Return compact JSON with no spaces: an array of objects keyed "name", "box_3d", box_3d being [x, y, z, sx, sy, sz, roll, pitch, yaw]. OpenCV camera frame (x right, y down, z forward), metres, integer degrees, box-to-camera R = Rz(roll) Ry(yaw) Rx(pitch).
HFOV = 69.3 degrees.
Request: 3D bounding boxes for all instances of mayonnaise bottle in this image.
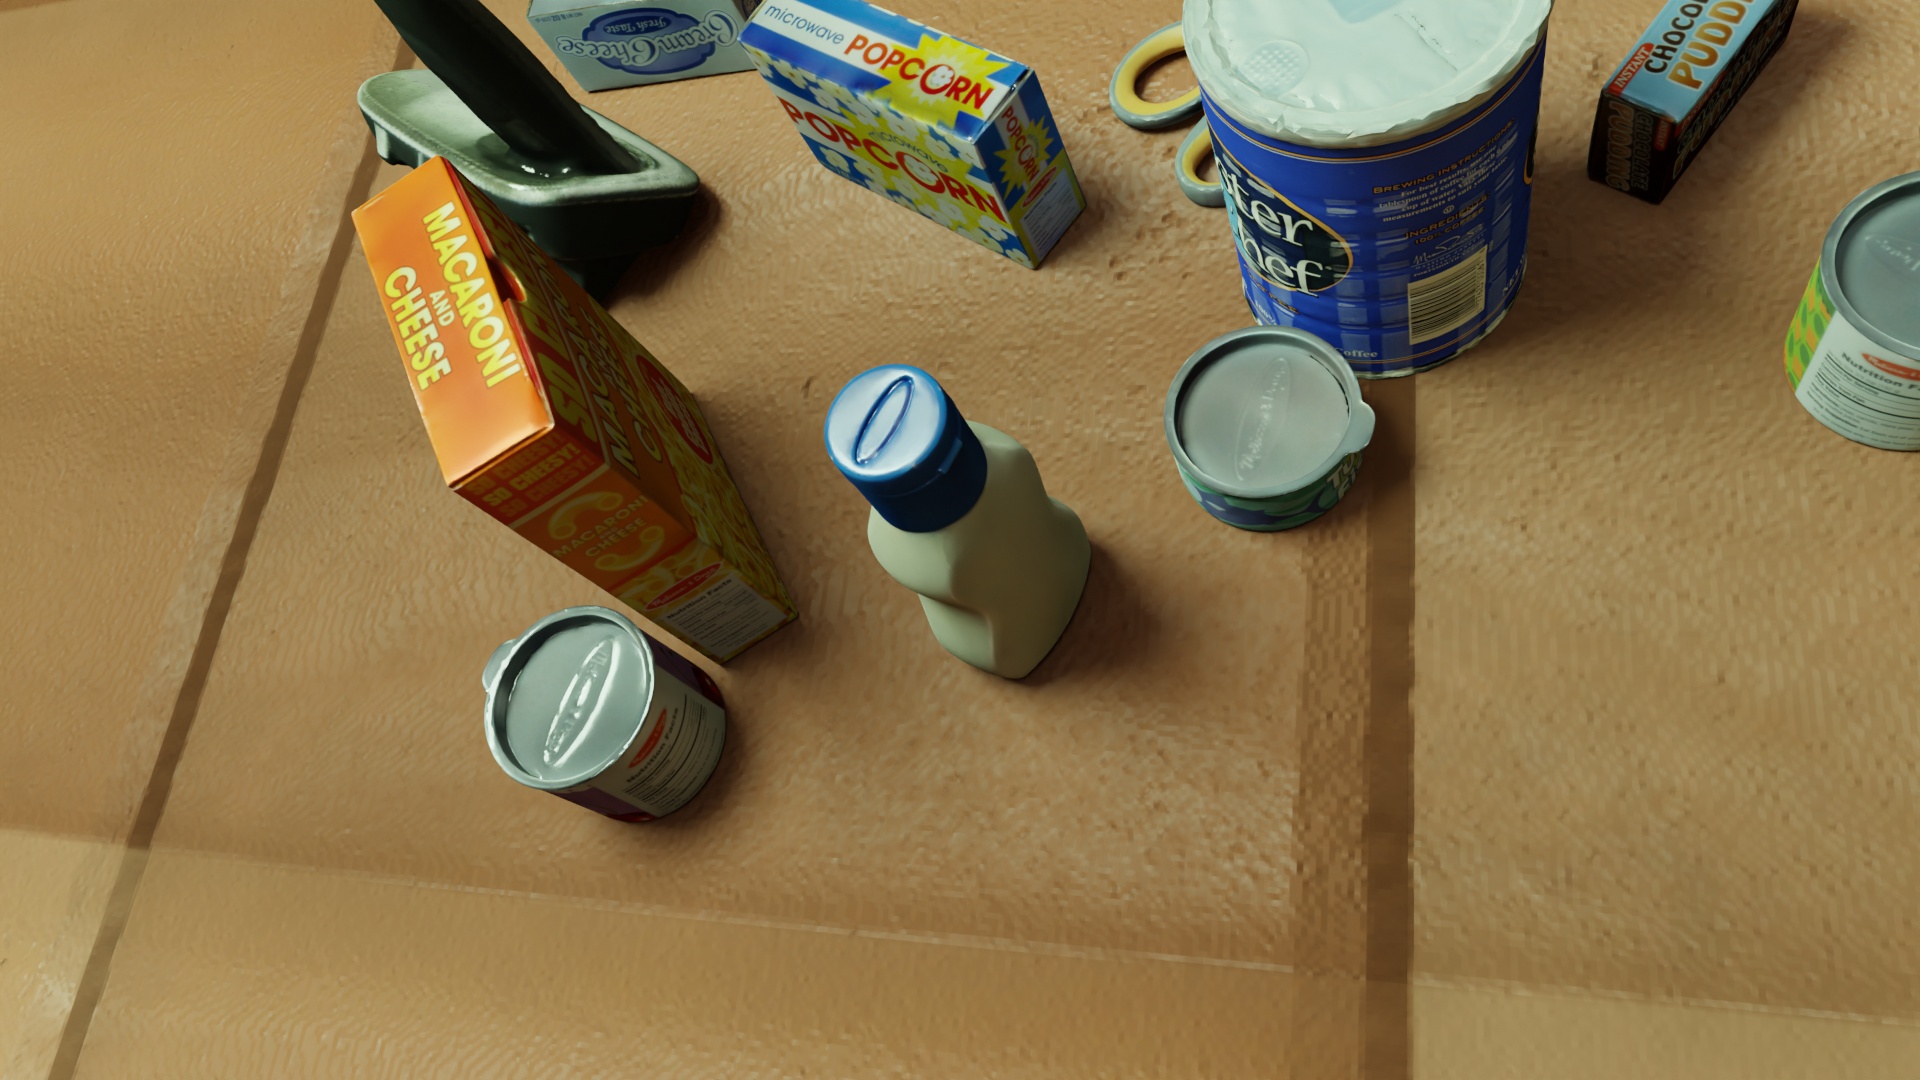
[{"name":"mayonnaise bottle","box_3d":[0.002,-0.005,0.438,0.041,0.147,0.065,23,77,26]}]

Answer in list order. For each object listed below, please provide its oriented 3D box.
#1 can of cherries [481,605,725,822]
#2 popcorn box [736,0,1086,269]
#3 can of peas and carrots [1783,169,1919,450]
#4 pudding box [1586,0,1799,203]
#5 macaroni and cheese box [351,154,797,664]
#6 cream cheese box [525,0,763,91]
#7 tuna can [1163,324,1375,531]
[{"name":"can of cherries","box_3d":[-0.129,0.063,0.504,0.071,0.058,0.072,-7,65,16]},{"name":"popcorn box","box_3d":[-0.019,-0.167,0.552,0.127,0.085,0.038,32,81,28]},{"name":"can of peas and carrots","box_3d":[0.292,-0.070,0.419,0.071,0.058,0.071,-7,65,16]},{"name":"pudding box","box_3d":[0.254,-0.165,0.479,0.030,0.049,0.084,35,82,28]},{"name":"macaroni and cheese box","box_3d":[-0.128,-0.039,0.487,0.040,0.166,0.124,-32,61,4]},{"name":"cream cheese box","box_3d":[-0.141,-0.240,0.645,0.104,0.053,0.024,-1,67,18]},{"name":"tuna can","box_3d":[0.108,-0.038,0.482,0.071,0.032,0.071,-7,65,16]}]
